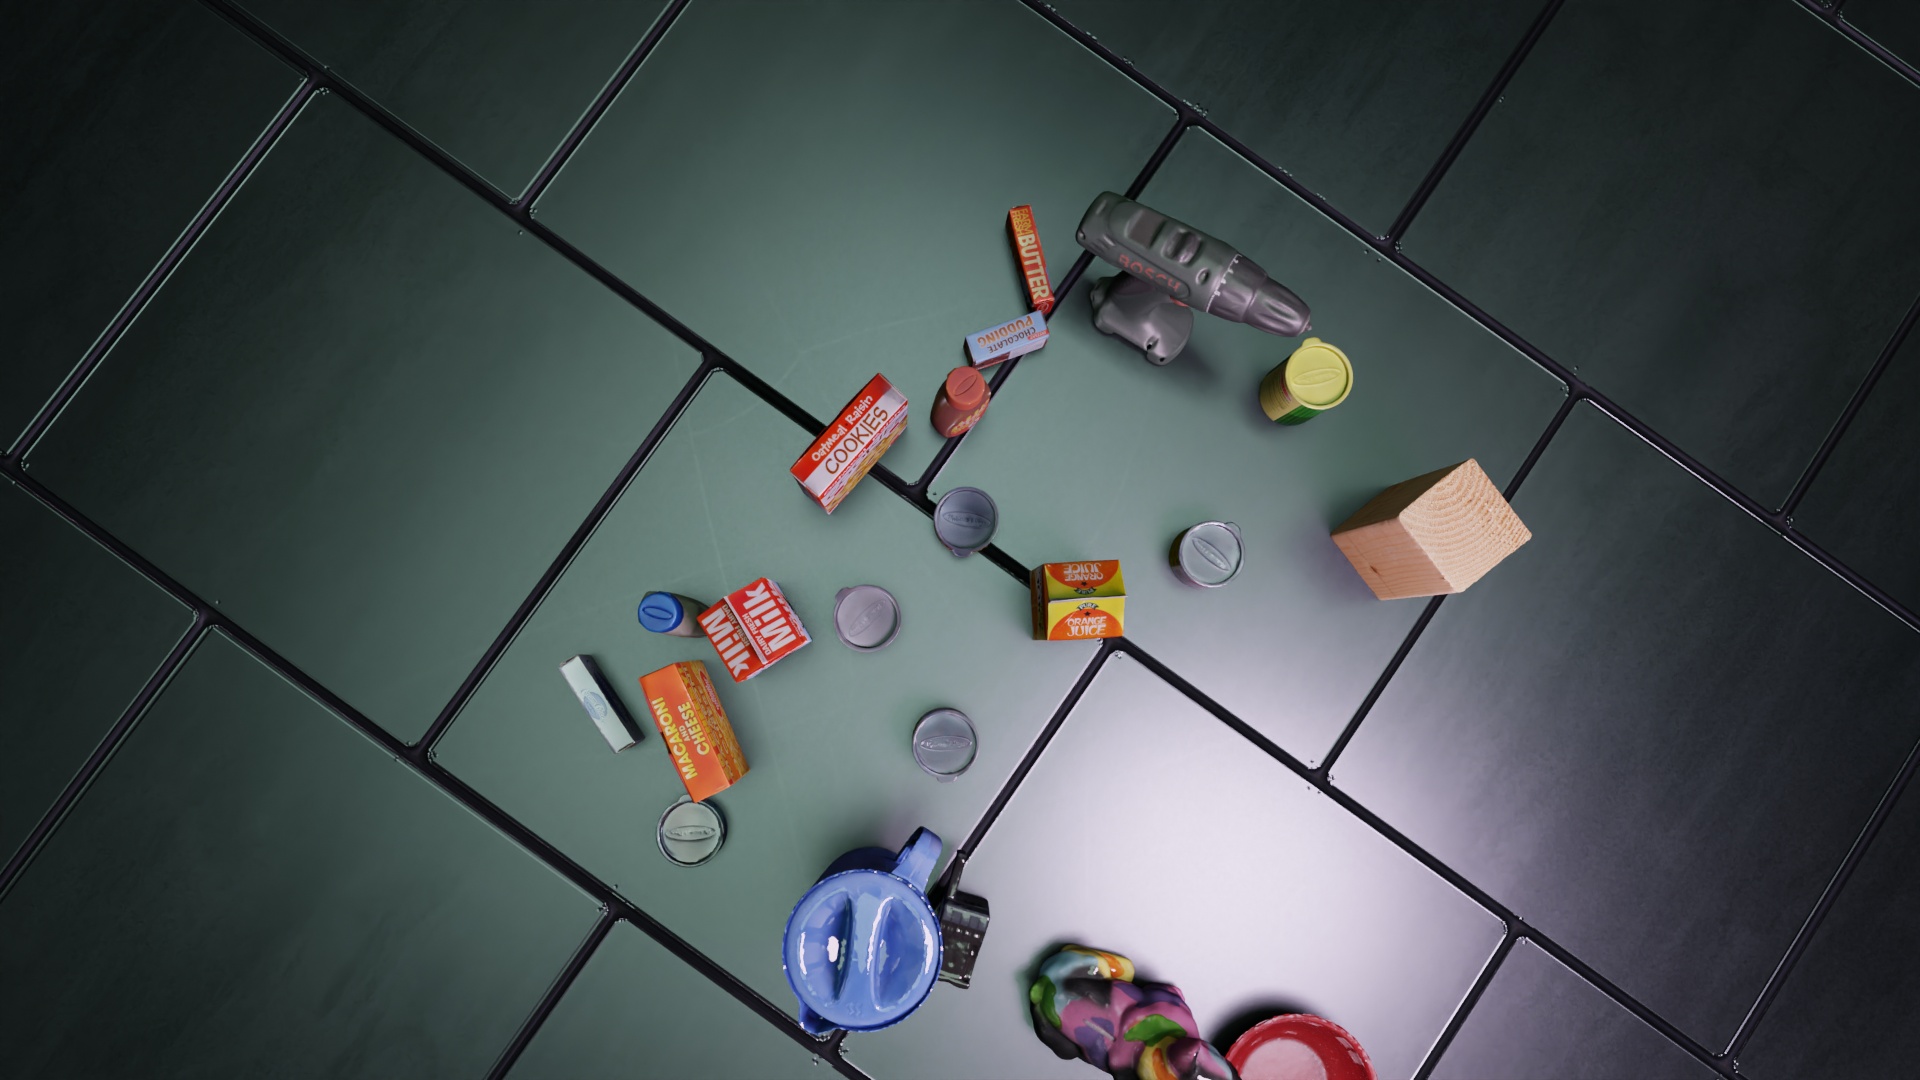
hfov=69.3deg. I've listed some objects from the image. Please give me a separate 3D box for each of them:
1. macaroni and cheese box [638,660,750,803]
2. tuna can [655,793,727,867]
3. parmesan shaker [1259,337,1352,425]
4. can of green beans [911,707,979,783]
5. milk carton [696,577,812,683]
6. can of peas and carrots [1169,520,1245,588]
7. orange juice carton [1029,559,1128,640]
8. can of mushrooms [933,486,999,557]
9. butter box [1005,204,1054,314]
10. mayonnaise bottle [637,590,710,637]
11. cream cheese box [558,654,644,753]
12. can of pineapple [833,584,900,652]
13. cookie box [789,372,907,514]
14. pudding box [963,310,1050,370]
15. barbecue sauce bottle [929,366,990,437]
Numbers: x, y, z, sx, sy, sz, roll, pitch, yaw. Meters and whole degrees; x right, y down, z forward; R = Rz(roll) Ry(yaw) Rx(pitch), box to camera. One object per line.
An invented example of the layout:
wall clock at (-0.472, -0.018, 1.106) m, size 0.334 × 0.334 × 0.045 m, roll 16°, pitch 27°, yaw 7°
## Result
macaroni and cheese box at (-0.248, 0.177, 1.307) m, size 0.040 × 0.166 × 0.123 m, roll -25°, pitch 87°, yaw -4°
tuna can at (-0.264, 0.283, 1.365) m, size 0.071 × 0.033 × 0.071 m, roll 0°, pitch 85°, yaw -2°
parmesan shaker at (0.344, -0.158, 1.393) m, size 0.071 × 0.103 × 0.071 m, roll 0°, pitch 86°, yaw -2°
can of green beans at (-0.015, 0.199, 1.370) m, size 0.071 × 0.058 × 0.071 m, roll 0°, pitch 85°, yaw -2°
milk carton at (-0.193, 0.084, 1.306) m, size 0.073 × 0.190 × 0.072 m, roll -32°, pitch 87°, yaw -4°
can of peas and carrots at (0.248, 0.013, 1.396) m, size 0.071 × 0.058 × 0.071 m, roll 0°, pitch 85°, yaw -2°
orange juice carton at (0.110, 0.058, 1.319) m, size 0.072 × 0.192 × 0.073 m, roll -2°, pitch 86°, yaw -2°
can of mushrooms at (0.005, -0.018, 1.401) m, size 0.071 × 0.033 × 0.071 m, roll 0°, pitch 85°, yaw -2°
butter box at (0.070, -0.285, 1.418) m, size 0.024 × 0.053 × 0.103 m, roll -14°, pitch 86°, yaw -3°
mayonnaise bottle at (-0.277, 0.071, 1.325) m, size 0.065 × 0.148 × 0.041 m, roll 15°, pitch 85°, yaw -1°
cream cheese box at (-0.351, 0.160, 1.361) m, size 0.024 × 0.053 × 0.104 m, roll -34°, pitch 87°, yaw -4°
can of pineapple at (-0.093, 0.076, 1.377) m, size 0.071 × 0.058 × 0.071 m, roll 0°, pitch 85°, yaw -2°
cookie box at (-0.105, -0.090, 1.336) m, size 0.040 × 0.167 × 0.123 m, roll 41°, pitch 85°, yaw 1°
pudding box at (0.046, -0.202, 1.411) m, size 0.084 × 0.049 × 0.030 m, roll -20°, pitch 87°, yaw -4°
barbecue sauce bottle at (0.001, -0.139, 1.354) m, size 0.065 × 0.148 × 0.043 m, roll -41°, pitch 88°, yaw -5°
